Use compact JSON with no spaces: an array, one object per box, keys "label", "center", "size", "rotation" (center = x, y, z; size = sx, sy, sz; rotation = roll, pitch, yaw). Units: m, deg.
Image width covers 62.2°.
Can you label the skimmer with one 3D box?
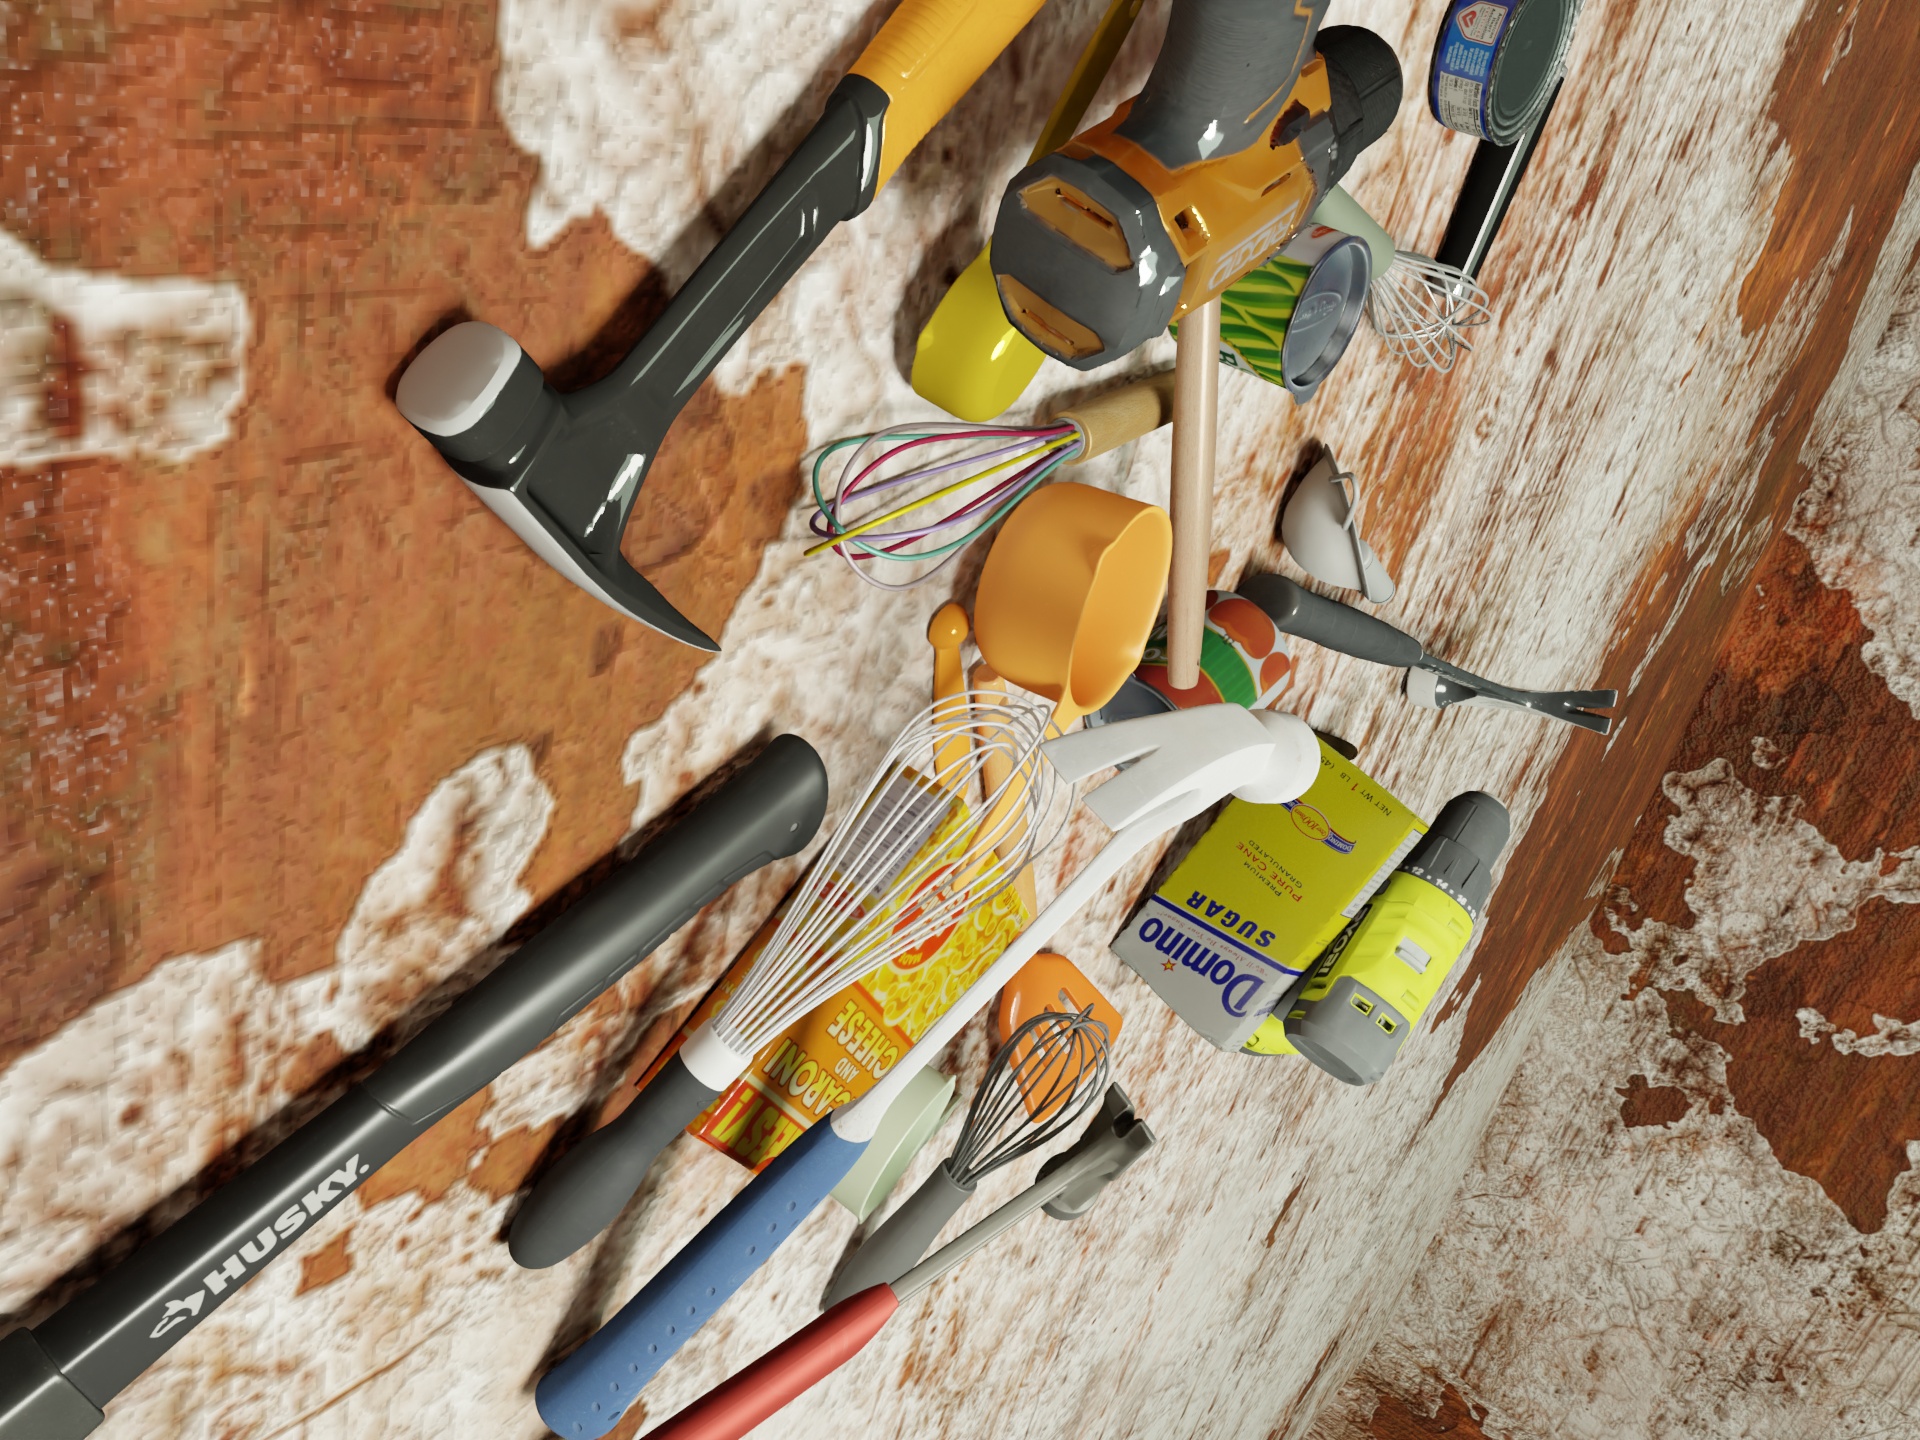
[{"label":"skimmer","center":[0.346,-0.375,0.785],"size":[0.127,0.090,0.363],"rotation":[-81,-170,-65]}]

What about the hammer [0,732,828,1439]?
[{"label":"hammer","center":[-0.164,0.106,0.485],"size":[0.335,0.035,0.146],"rotation":[-40,147,-32]}]

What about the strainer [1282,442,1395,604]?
[{"label":"strainer","center":[0.222,-0.094,0.905],"size":[0.258,0.050,0.087],"rotation":[18,57,-66]}]

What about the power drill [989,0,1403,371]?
[{"label":"power drill","center":[0.100,-0.222,0.435],"size":[0.185,0.084,0.226],"rotation":[-41,161,-36]}]

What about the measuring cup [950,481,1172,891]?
[{"label":"measuring cup","center":[0.022,-0.017,0.630],"size":[0.174,0.052,0.095],"rotation":[-59,156,-13]}]

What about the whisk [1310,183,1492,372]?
[{"label":"whisk","center":[0.196,-0.217,0.749],"size":[0.246,0.058,0.059],"rotation":[9,79,-56]}]

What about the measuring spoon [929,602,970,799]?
[{"label":"measuring spoon","center":[-0.001,-0.002,0.665],"size":[0.021,0.011,0.116],"rotation":[-40,146,-31]}]

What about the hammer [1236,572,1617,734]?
[{"label":"hammer","center":[0.282,-0.038,0.982],"size":[0.408,0.149,0.036],"rotation":[11,91,-53]}]

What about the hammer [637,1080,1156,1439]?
[{"label":"hammer","center":[-0.071,0.279,0.691],"size":[0.359,0.037,0.149],"rotation":[-29,159,-21]}]

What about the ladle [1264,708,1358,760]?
[{"label":"ladle","center":[0.202,0.011,0.988],"size":[0.315,0.031,0.069],"rotation":[9,111,-62]}]

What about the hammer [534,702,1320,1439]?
[{"label":"hammer","center":[-0.037,0.141,0.583],"size":[0.405,0.035,0.144],"rotation":[-48,156,21]}]

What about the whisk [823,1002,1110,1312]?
[{"label":"whisk","center":[-0.001,0.233,0.820],"size":[0.239,0.055,0.055],"rotation":[-53,154,19]}]

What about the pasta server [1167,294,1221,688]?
[{"label":"pasta server","center":[0.100,-0.151,0.615],"size":[0.060,0.040,0.316],"rotation":[-47,143,-50]}]

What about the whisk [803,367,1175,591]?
[{"label":"whisk","center":[0.025,-0.100,0.595],"size":[0.245,0.051,0.047],"rotation":[-31,162,-47]}]

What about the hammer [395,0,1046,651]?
[{"label":"hammer","center":[-0.014,-0.176,0.459],"size":[0.337,0.034,0.127],"rotation":[-54,150,-11]}]

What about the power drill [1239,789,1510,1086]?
[{"label":"power drill","center":[0.248,0.137,1.011],"size":[0.190,0.080,0.228],"rotation":[-53,-178,-16]}]

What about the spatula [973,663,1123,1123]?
[{"label":"spatula","center":[0.036,0.088,0.780],"size":[0.081,0.041,0.322],"rotation":[-43,147,-26]}]

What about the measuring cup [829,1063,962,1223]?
[{"label":"measuring cup","center":[-0.030,0.195,0.791],"size":[0.083,0.038,0.167],"rotation":[-58,168,2]}]

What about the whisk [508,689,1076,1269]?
[{"label":"whisk","center":[-0.066,0.098,0.572],"size":[0.284,0.070,0.070],"rotation":[-46,152,6]}]

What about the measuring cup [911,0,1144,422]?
[{"label":"measuring cup","center":[0.032,-0.162,0.507],"size":[0.062,0.029,0.156],"rotation":[-39,164,-55]}]
